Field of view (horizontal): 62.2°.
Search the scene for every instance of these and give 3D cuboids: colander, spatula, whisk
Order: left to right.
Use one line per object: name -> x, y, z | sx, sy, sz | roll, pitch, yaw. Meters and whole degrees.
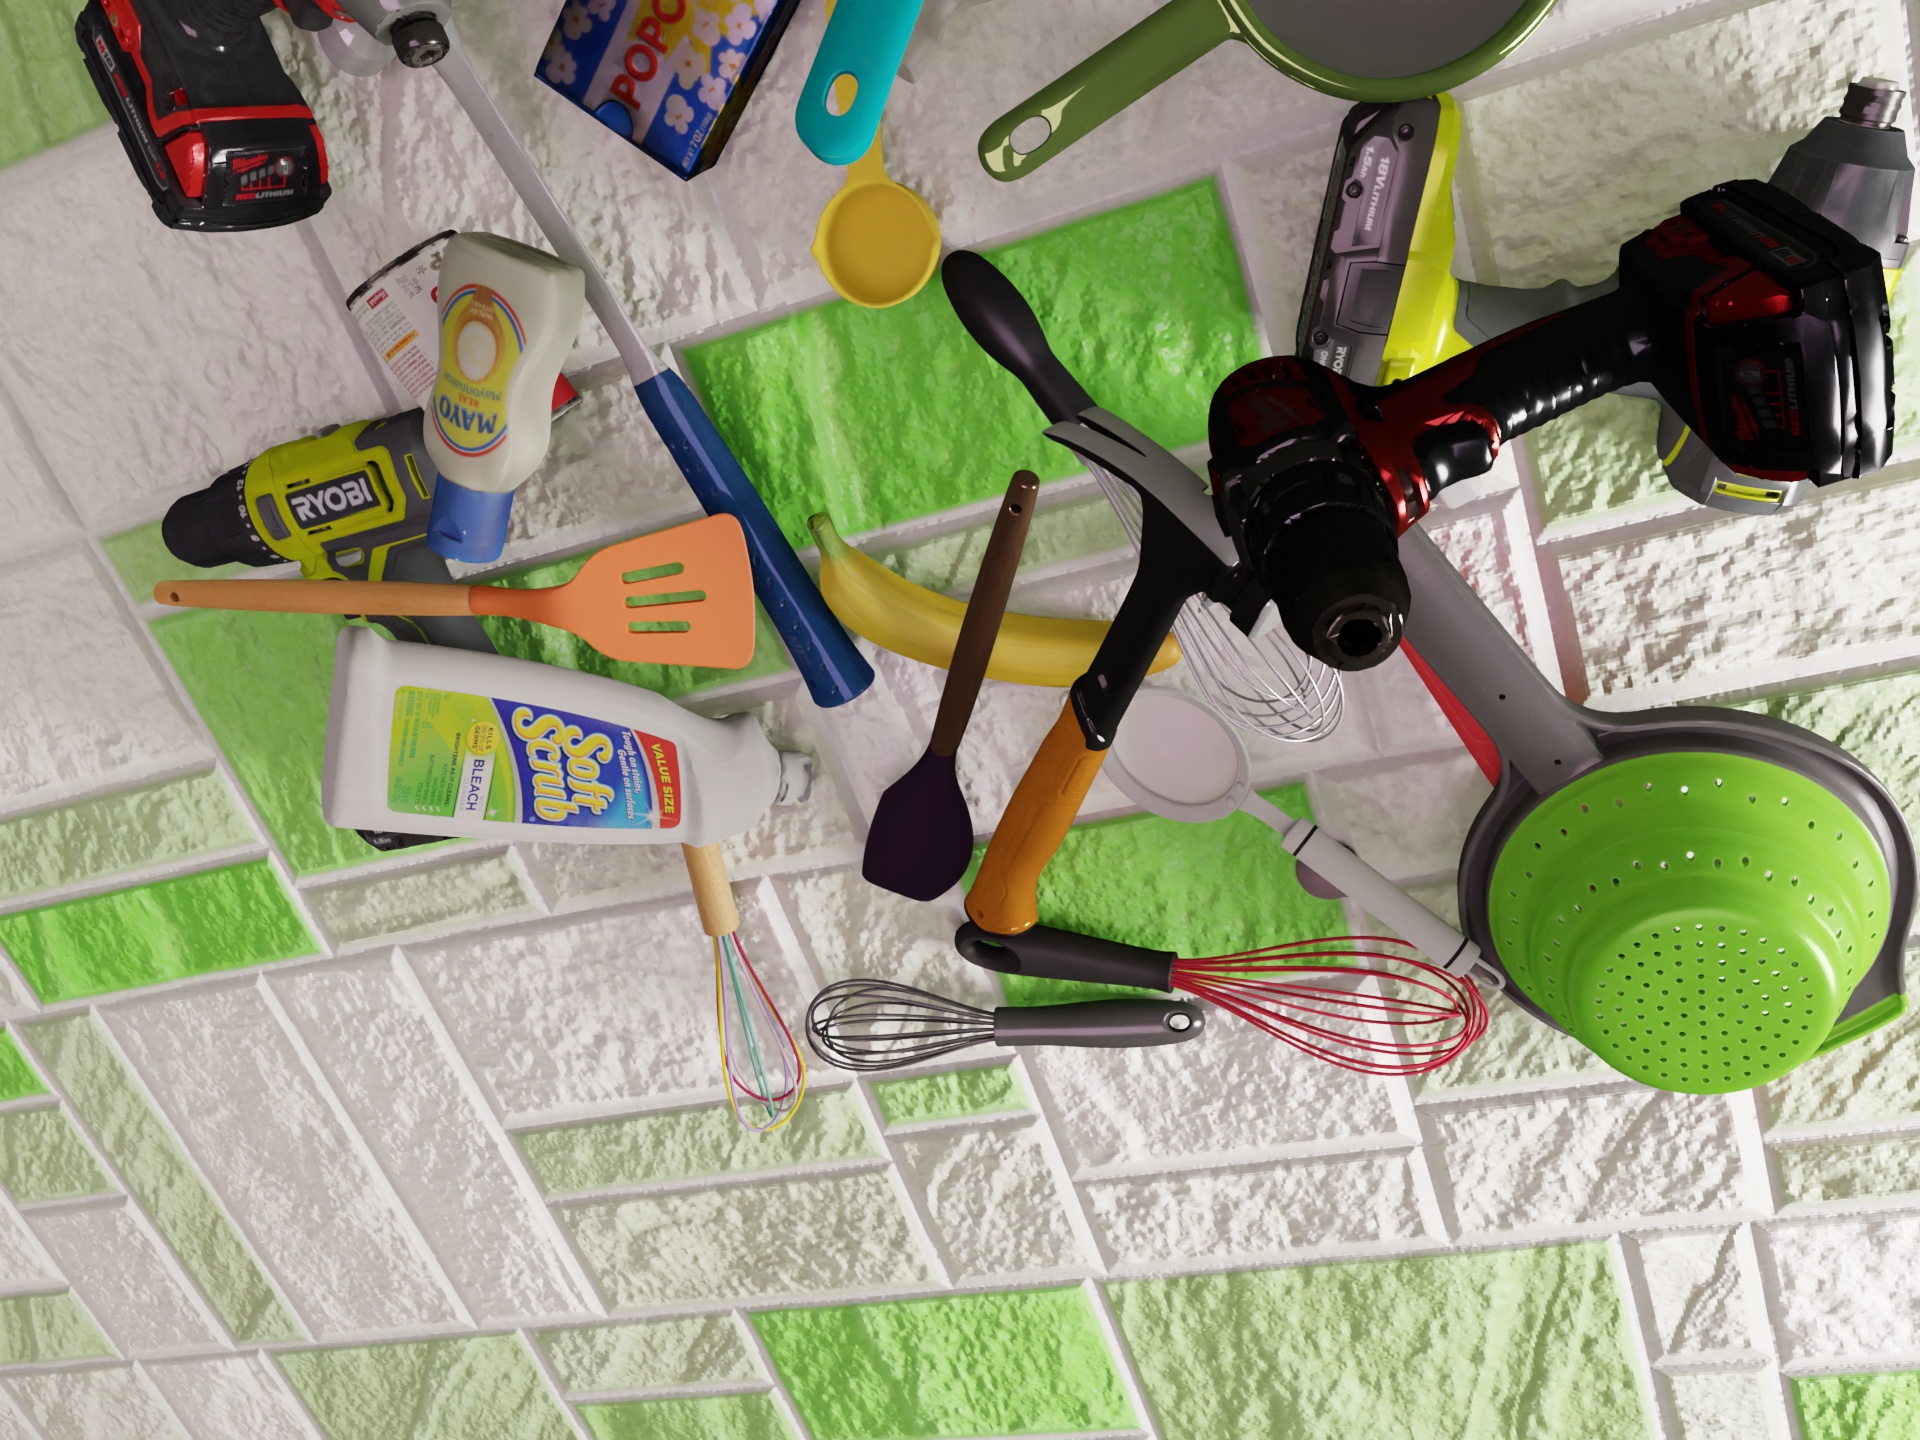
spatula -> -0.264, -0.064, 0.811 | 0.322, 0.041, 0.081 | 2, 113, 13
whisk -> -0.136, 0.142, 0.959 | 0.047, 0.051, 0.244 | -12, 111, -3
spatula -> -0.001, -0.003, 0.816 | 0.060, 0.018, 0.315 | 19, 136, 3
whisk -> 0.023, 0.176, 0.932 | 0.239, 0.055, 0.055 | -3, 117, 10
whisk -> 0.081, -0.104, 0.737 | 0.070, 0.070, 0.284 | -40, 86, 28
whisk -> 0.137, 0.143, 0.878 | 0.296, 0.073, 0.073 | 7, 119, 18
colander -> 0.281, 0.045, 0.718 | 0.204, 0.094, 0.397 | -37, 103, 30

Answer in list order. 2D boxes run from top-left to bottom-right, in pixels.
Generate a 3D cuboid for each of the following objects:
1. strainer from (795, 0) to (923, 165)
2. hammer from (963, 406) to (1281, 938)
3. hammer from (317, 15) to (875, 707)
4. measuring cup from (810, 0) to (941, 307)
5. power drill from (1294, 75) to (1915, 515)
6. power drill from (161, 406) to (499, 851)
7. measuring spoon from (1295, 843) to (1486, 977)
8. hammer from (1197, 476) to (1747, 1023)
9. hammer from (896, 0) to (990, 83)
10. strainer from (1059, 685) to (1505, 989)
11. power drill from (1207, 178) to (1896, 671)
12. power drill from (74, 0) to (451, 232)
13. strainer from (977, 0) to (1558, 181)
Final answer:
strainer -> 0.021, -0.357, 0.577 | 0.211, 0.095, 0.340 | 23, 96, 6
hammer -> 0.052, 0.005, 0.779 | 0.127, 0.034, 0.336 | 45, 144, 18
hammer -> -0.154, -0.177, 0.772 | 0.144, 0.035, 0.405 | -4, 125, 49
measuring cup -> -0.041, -0.269, 0.728 | 0.062, 0.029, 0.156 | -2, 105, 15
power drill -> 0.263, -0.187, 0.660 | 0.223, 0.080, 0.171 | 10, 120, 5
power drill -> -0.323, -0.048, 0.882 | 0.190, 0.080, 0.228 | -12, 111, 18
measuring spoon -> 0.234, 0.107, 0.853 | 0.124, 0.018, 0.034 | 32, 120, -5
hammer -> 0.279, 0.045, 0.798 | 0.143, 0.038, 0.386 | -30, 106, 27
hammer -> -0.099, -0.418, 0.638 | 0.331, 0.031, 0.130 | 42, 97, -3
strainer -> 0.164, 0.053, 0.802 | 0.258, 0.050, 0.086 | 38, 138, 12
power drill -> 0.203, -0.101, 0.571 | 0.226, 0.188, 0.080 | -17, 121, 12
power drill -> -0.292, -0.306, 0.683 | 0.219, 0.078, 0.143 | -22, 93, 45
strainer -> 0.117, -0.290, 0.624 | 0.256, 0.069, 0.151 | -31, 104, 10
